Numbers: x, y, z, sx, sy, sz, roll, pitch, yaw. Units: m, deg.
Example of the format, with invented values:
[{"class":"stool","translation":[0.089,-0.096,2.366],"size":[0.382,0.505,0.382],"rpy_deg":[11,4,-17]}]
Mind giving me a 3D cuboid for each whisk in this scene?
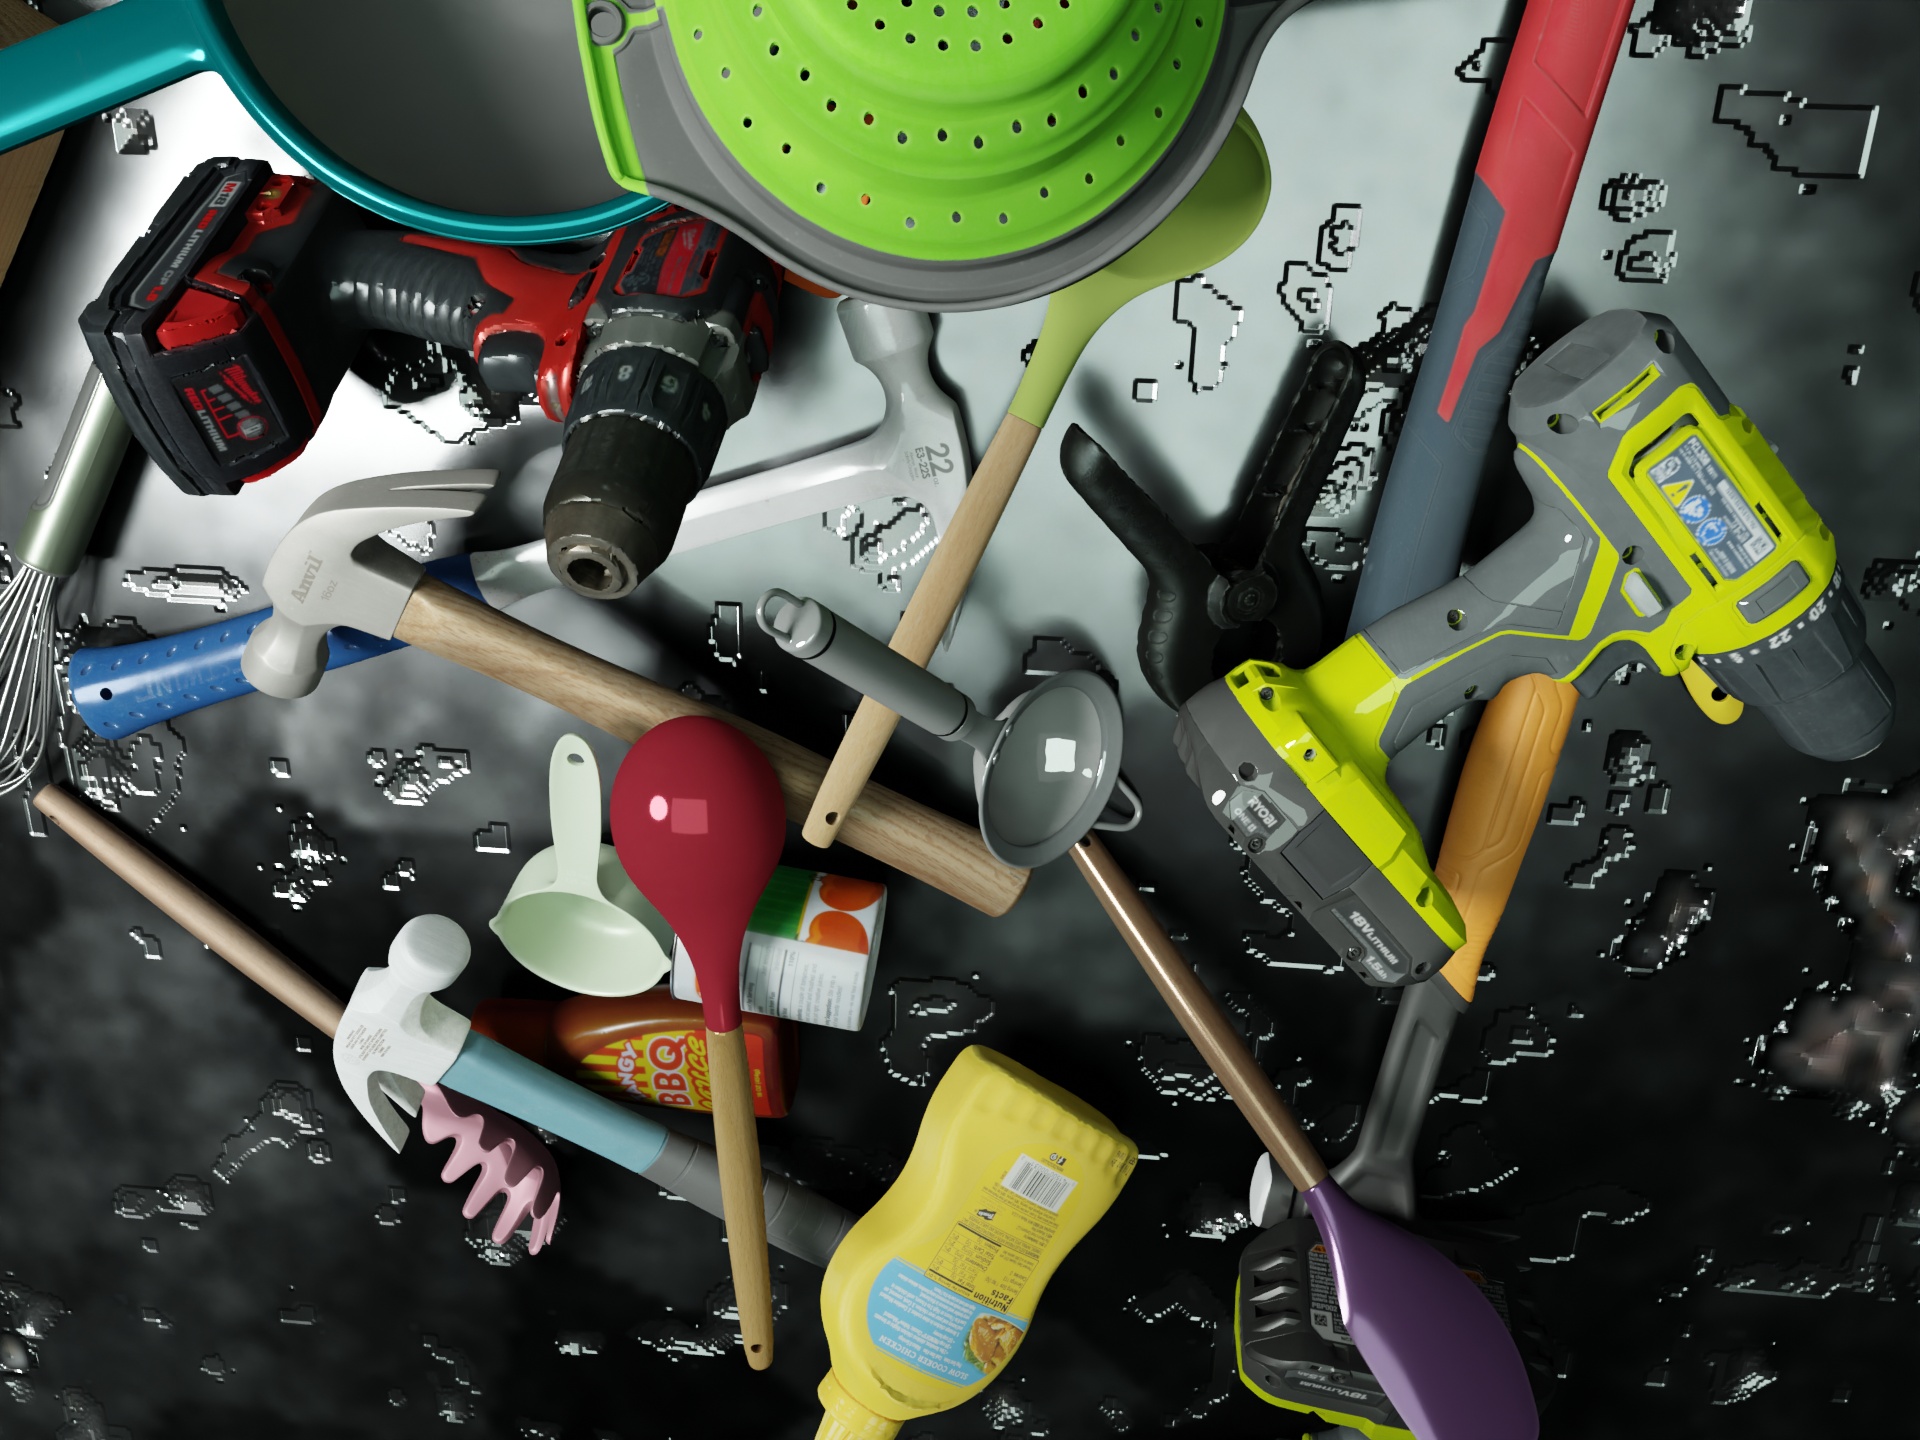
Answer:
[{"class":"whisk","translation":[-0.397,-0.062,0.684],"size":[0.059,0.058,0.246],"rpy_deg":[18,112,-39]}]

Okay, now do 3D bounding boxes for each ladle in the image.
[{"class":"ladle","translation":[-0.099,0.149,0.670],"size":[0.069,0.031,0.315],"rpy_deg":[-3,112,-2]},{"class":"ladle","translation":[0.016,-0.087,0.598],"size":[0.078,0.062,0.320],"rpy_deg":[23,102,-21]}]

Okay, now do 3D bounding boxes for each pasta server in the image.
[{"class":"pasta server","translation":[-0.311,0.140,0.755],"size":[0.316,0.040,0.060],"rpy_deg":[41,135,-8]}]

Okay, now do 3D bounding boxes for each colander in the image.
[{"class":"colander","translation":[0.078,-0.239,0.466],"size":[0.397,0.094,0.204],"rpy_deg":[-8,98,-2]}]

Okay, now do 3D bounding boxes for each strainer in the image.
[{"class":"strainer","translation":[-0.208,-0.243,0.548],"size":[0.340,0.095,0.211],"rpy_deg":[-21,99,2]},{"class":"strainer","translation":[-0.001,-0.002,0.601],"size":[0.050,0.258,0.087],"rpy_deg":[24,86,34]}]

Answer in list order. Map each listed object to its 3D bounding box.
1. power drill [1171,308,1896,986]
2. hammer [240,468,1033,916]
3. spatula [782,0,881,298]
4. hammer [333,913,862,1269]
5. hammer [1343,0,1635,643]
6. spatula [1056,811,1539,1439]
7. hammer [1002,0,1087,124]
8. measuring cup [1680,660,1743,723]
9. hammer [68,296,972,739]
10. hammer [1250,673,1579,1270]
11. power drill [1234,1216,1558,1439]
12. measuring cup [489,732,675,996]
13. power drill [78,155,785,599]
[{"class":"power drill","translation":[0.214,-0.008,0.587],"size":[0.228,0.080,0.190],"rpy_deg":[-40,107,12]},{"class":"hammer","translation":[-0.116,0.001,0.652],"size":[0.331,0.031,0.130],"rpy_deg":[26,126,-16]},{"class":"spatula","translation":[-0.005,-0.307,0.561],"size":[0.081,0.041,0.322],"rpy_deg":[30,107,-5]},{"class":"hammer","translation":[-0.128,0.202,0.728],"size":[0.330,0.033,0.128],"rpy_deg":[32,127,-19]},{"class":"hammer","translation":[0.187,-0.187,0.578],"size":[0.143,0.038,0.386],"rpy_deg":[13,112,2]},{"class":"spatula","translation":[0.135,0.170,0.667],"size":[0.060,0.018,0.316],"rpy_deg":[-32,79,-17]},{"class":"hammer","translation":[0.073,-0.372,0.502],"size":[0.149,0.037,0.359],"rpy_deg":[12,117,-23]},{"class":"measuring cup","translation":[0.278,-0.062,0.620],"size":[0.062,0.029,0.156],"rpy_deg":[-24,105,14]},{"class":"hammer","translation":[-0.188,-0.055,0.668],"size":[0.405,0.035,0.144],"rpy_deg":[-15,109,11]},{"class":"hammer","translation":[0.222,0.090,0.683],"size":[0.127,0.034,0.336],"rpy_deg":[10,112,3]},{"class":"power drill","translation":[0.169,0.338,0.745],"size":[0.171,0.080,0.223],"rpy_deg":[10,126,1]},{"class":"measuring cup","translation":[-0.157,0.055,0.678],"size":[0.083,0.038,0.167],"rpy_deg":[12,134,1]},{"class":"power drill","translation":[-0.183,-0.124,0.566],"size":[0.226,0.188,0.080],"rpy_deg":[4,142,8]}]
